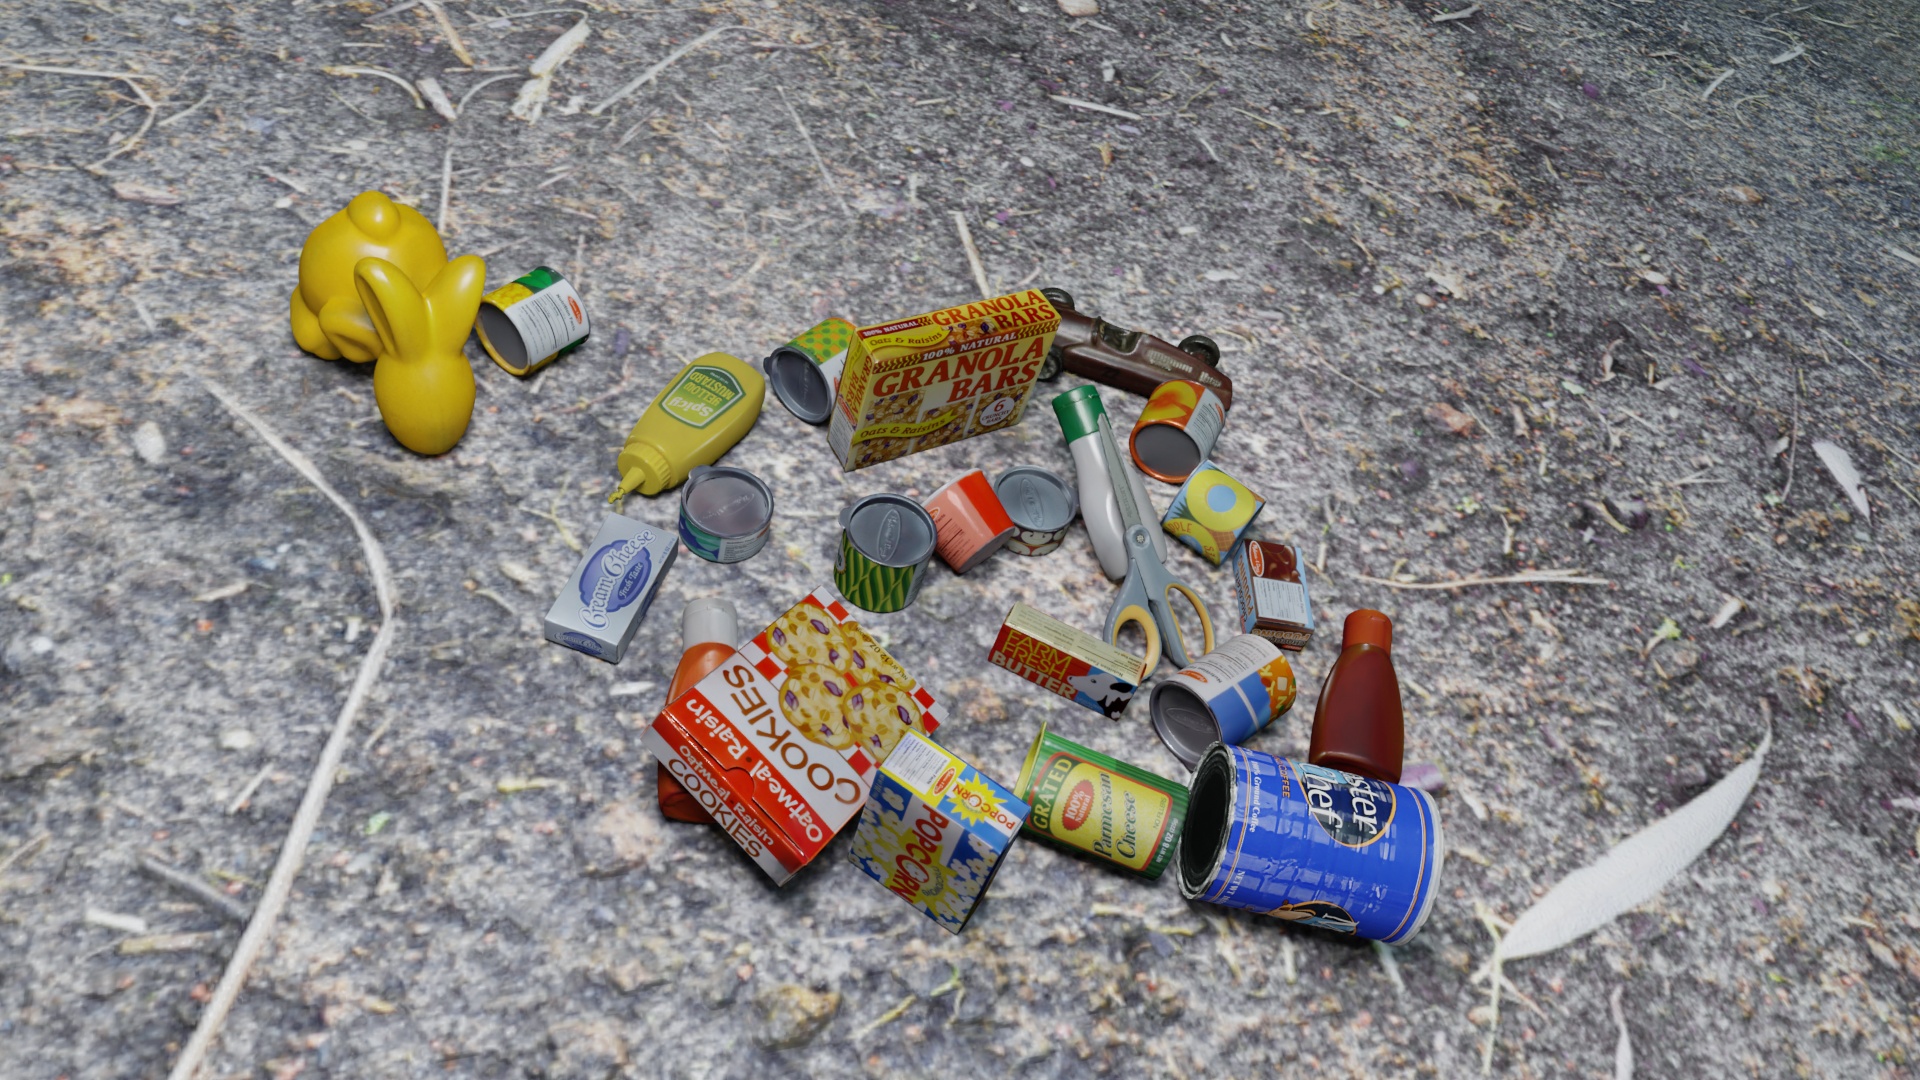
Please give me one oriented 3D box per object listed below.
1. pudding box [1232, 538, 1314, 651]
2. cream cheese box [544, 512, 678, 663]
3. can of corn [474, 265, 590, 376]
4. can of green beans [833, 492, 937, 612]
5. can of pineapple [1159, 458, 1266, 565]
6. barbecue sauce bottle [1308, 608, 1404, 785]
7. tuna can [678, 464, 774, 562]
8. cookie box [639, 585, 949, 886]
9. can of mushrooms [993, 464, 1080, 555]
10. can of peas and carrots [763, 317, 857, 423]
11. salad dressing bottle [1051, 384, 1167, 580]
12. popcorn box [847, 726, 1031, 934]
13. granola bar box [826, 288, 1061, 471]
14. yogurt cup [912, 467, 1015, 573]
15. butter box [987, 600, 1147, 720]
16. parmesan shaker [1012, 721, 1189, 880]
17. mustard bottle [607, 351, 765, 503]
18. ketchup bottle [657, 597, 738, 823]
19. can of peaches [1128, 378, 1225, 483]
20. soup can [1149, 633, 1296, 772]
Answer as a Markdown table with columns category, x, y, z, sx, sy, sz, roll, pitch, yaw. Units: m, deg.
| category | x | y | z | sx | sy | sz | roll | pitch | yaw |
| --- | --- | --- | --- | --- | --- | --- | --- | --- | --- |
| pudding box | 0.242 | 0.041 | 1.077 | 0.050 | 0.030 | 0.084 | 9 | 49 | -9 |
| cream cheese box | -0.236 | 0.031 | 0.944 | 0.053 | 0.024 | 0.104 | 19 | 48 | 1 |
| can of corn | -0.327 | -0.166 | 1.054 | 0.071 | 0.070 | 0.058 | 37 | 51 | 15 |
| can of green beans | -0.055 | 0.009 | 0.994 | 0.071 | 0.057 | 0.071 | 9 | 50 | -10 |
| can of pineapple | 0.198 | -0.021 | 1.092 | 0.058 | 0.070 | 0.071 | 36 | 50 | 13 |
| barbecue sauce bottle | 0.296 | 0.115 | 1.023 | 0.065 | 0.043 | 0.149 | 21 | 48 | 0 |
| tuna can | -0.171 | -0.020 | 1.000 | 0.071 | 0.032 | 0.071 | 9 | 50 | -10 |
| cookie box | -0.098 | 0.115 | 0.865 | 0.123 | 0.040 | 0.168 | 45 | 39 | 4 |
| can of mushrooms | 0.056 | -0.023 | 1.071 | 0.071 | 0.033 | 0.071 | 9 | 49 | -10 |
| can of peas and carrots | -0.109 | -0.136 | 1.093 | 0.071 | 0.070 | 0.059 | 38 | 50 | 15 |
| salad dressing bottle | 0.112 | -0.045 | 1.062 | 0.064 | 0.044 | 0.147 | -12 | 80 | -48 |
| popcorn box | -0.015 | 0.174 | 0.825 | 0.085 | 0.126 | 0.038 | 32 | 53 | 10 |
| granola bar box | -0.015 | -0.125 | 1.074 | 0.166 | 0.123 | 0.039 | -18 | 60 | -29 |
| yogurt cup | 0.004 | -0.013 | 1.026 | 0.073 | 0.072 | 0.054 | -31 | 78 | -35 |
| butter box | 0.074 | 0.085 | 0.975 | 0.103 | 0.052 | 0.024 | 25 | 52 | 5 |
| parmesan shaker | 0.090 | 0.168 | 0.898 | 0.103 | 0.071 | 0.072 | 21 | 49 | 1 |
| mustard bottle | -0.207 | -0.077 | 1.026 | 0.065 | 0.048 | 0.161 | 28 | 49 | 9 |
| ketchup bottle | -0.160 | 0.106 | 0.892 | 0.065 | 0.043 | 0.149 | 7 | 49 | -19 |
| can of peaches | 0.176 | -0.089 | 1.144 | 0.071 | 0.070 | 0.058 | 27 | 49 | 6 |
| soup can | 0.186 | 0.114 | 0.979 | 0.084 | 0.071 | 0.071 | -25 | 63 | -33 |
